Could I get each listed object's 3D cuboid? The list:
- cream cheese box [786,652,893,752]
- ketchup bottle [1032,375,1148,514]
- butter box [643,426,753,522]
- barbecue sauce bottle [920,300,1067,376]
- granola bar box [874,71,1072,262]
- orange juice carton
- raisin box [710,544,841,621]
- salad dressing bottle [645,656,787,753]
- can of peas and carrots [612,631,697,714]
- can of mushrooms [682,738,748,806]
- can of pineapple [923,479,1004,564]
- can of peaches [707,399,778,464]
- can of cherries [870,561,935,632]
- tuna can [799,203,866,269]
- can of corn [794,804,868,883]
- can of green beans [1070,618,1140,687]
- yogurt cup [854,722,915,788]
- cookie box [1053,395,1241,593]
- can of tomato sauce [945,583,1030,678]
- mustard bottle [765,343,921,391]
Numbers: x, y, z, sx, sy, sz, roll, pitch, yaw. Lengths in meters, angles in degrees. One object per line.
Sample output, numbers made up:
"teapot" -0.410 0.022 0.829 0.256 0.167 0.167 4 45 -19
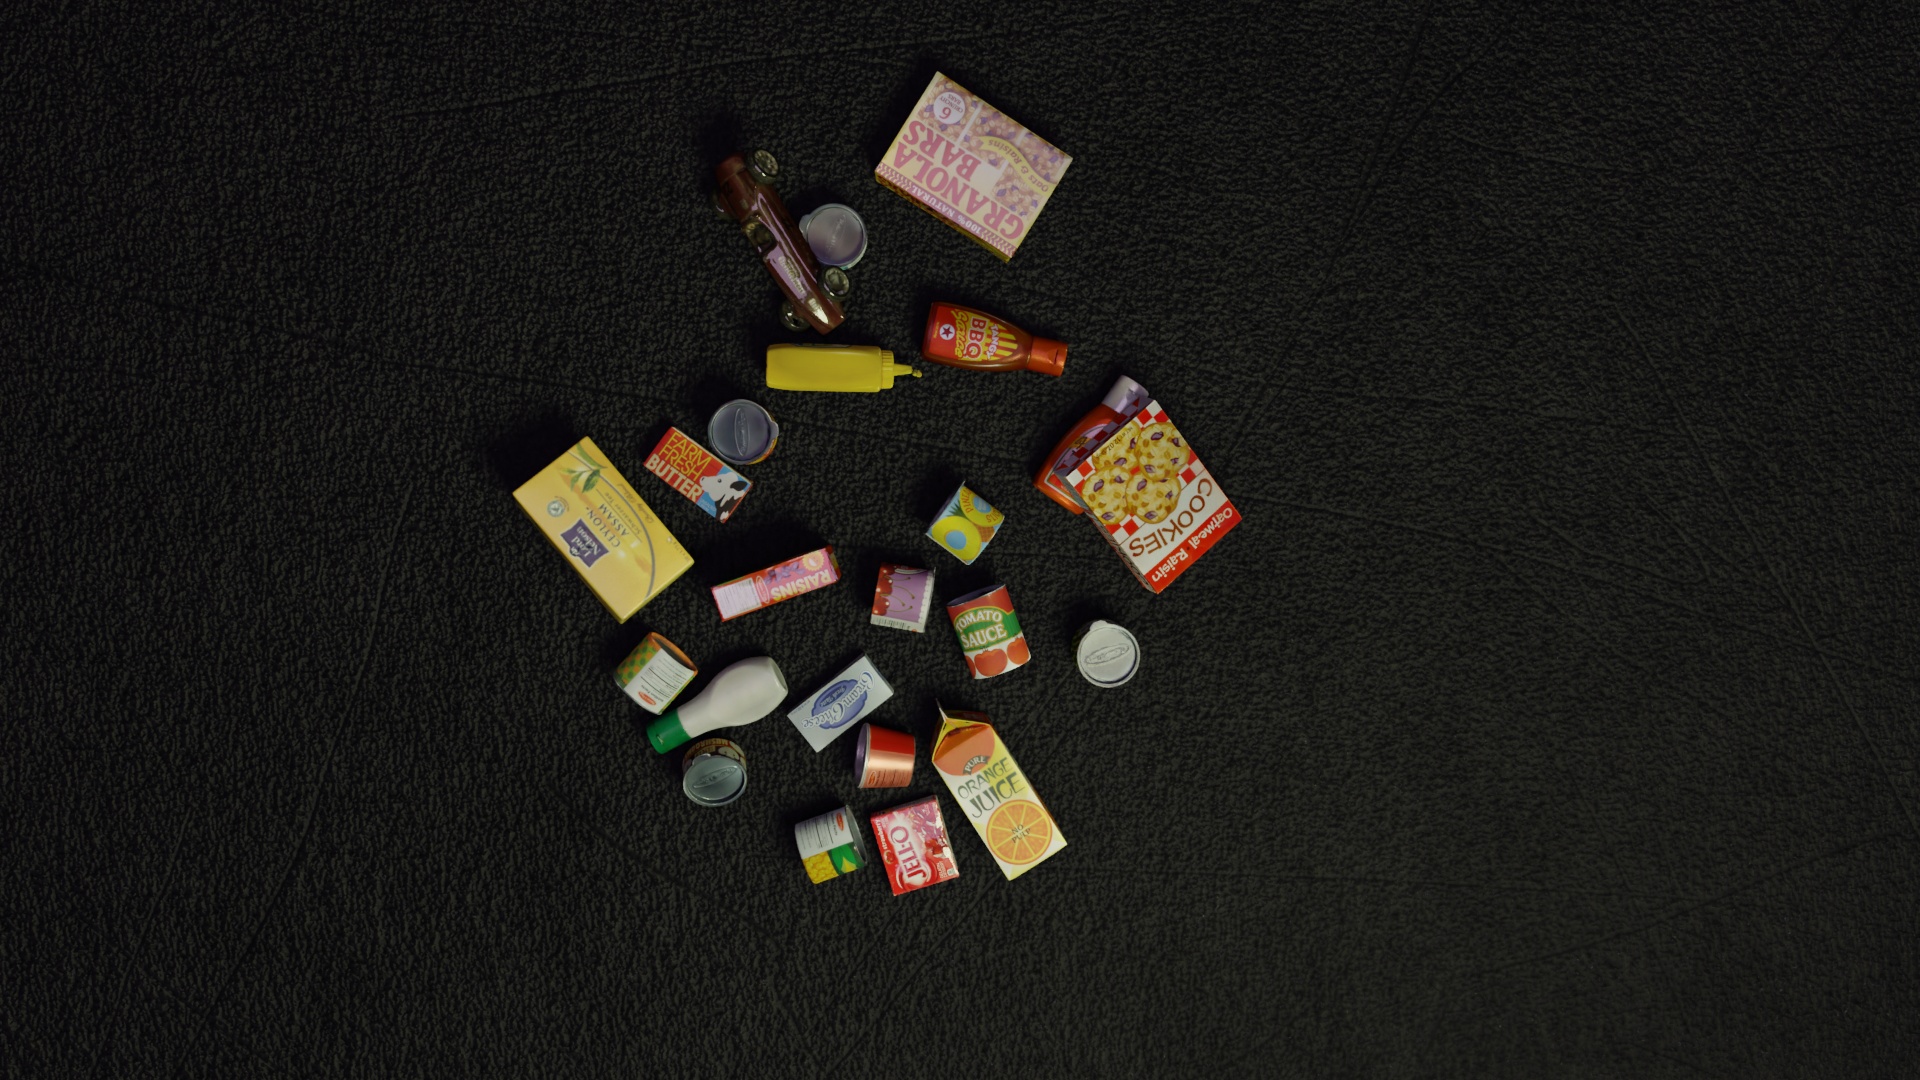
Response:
"cream cheese box" -0.126 0.171 1.466 0.104 0.024 0.053 -38 95 0
"ketchup bottle" 0.141 -0.103 1.457 0.064 0.043 0.149 35 90 -10
"butter box" -0.273 -0.069 1.448 0.103 0.024 0.053 36 90 -4
"barbecue sauce bottle" 0.036 -0.204 1.448 0.149 0.043 0.065 12 91 -4
"granola bar box" 0.013 -0.386 1.440 0.165 0.039 0.124 32 90 -4
"orange juice carton" 0.027 0.250 1.453 0.073 0.072 0.192 -33 94 -1
"raisin box" -0.187 0.043 1.426 0.123 0.086 0.040 -20 92 -2
"salad dressing bottle" -0.255 0.173 1.450 0.148 0.044 0.064 -27 101 0
"can of peas and carrots" -0.316 0.135 1.436 0.071 0.071 0.059 42 90 -4
"can of mushrooms" -0.256 0.239 1.444 0.071 0.033 0.070 -6 120 -10
"can of pineapple" 0.005 -0.018 1.442 0.058 0.071 0.071 36 91 -5
"can of peaches" -0.221 -0.111 1.432 0.071 0.058 0.071 0 92 -3
"can of cherries" -0.060 0.056 1.444 0.058 0.071 0.071 10 92 -2
"tuna can" -0.132 -0.315 1.439 0.071 0.033 0.071 0 93 -3
"can of corn" -0.135 0.319 1.452 0.058 0.071 0.071 -20 94 -1
"can of green beans" 0.152 0.117 1.460 0.071 0.058 0.071 0 93 -3
"yogurt cup" -0.078 0.227 1.452 0.054 0.072 0.072 8 92 -11
"cookie box" 0.196 -0.046 1.439 0.123 0.040 0.167 -41 109 -5
"can of tomato sauce" 0.029 0.095 1.447 0.071 0.071 0.083 -20 94 -2
"mustard bottle" -0.120 -0.178 1.433 0.160 0.065 0.048 0 98 -9
